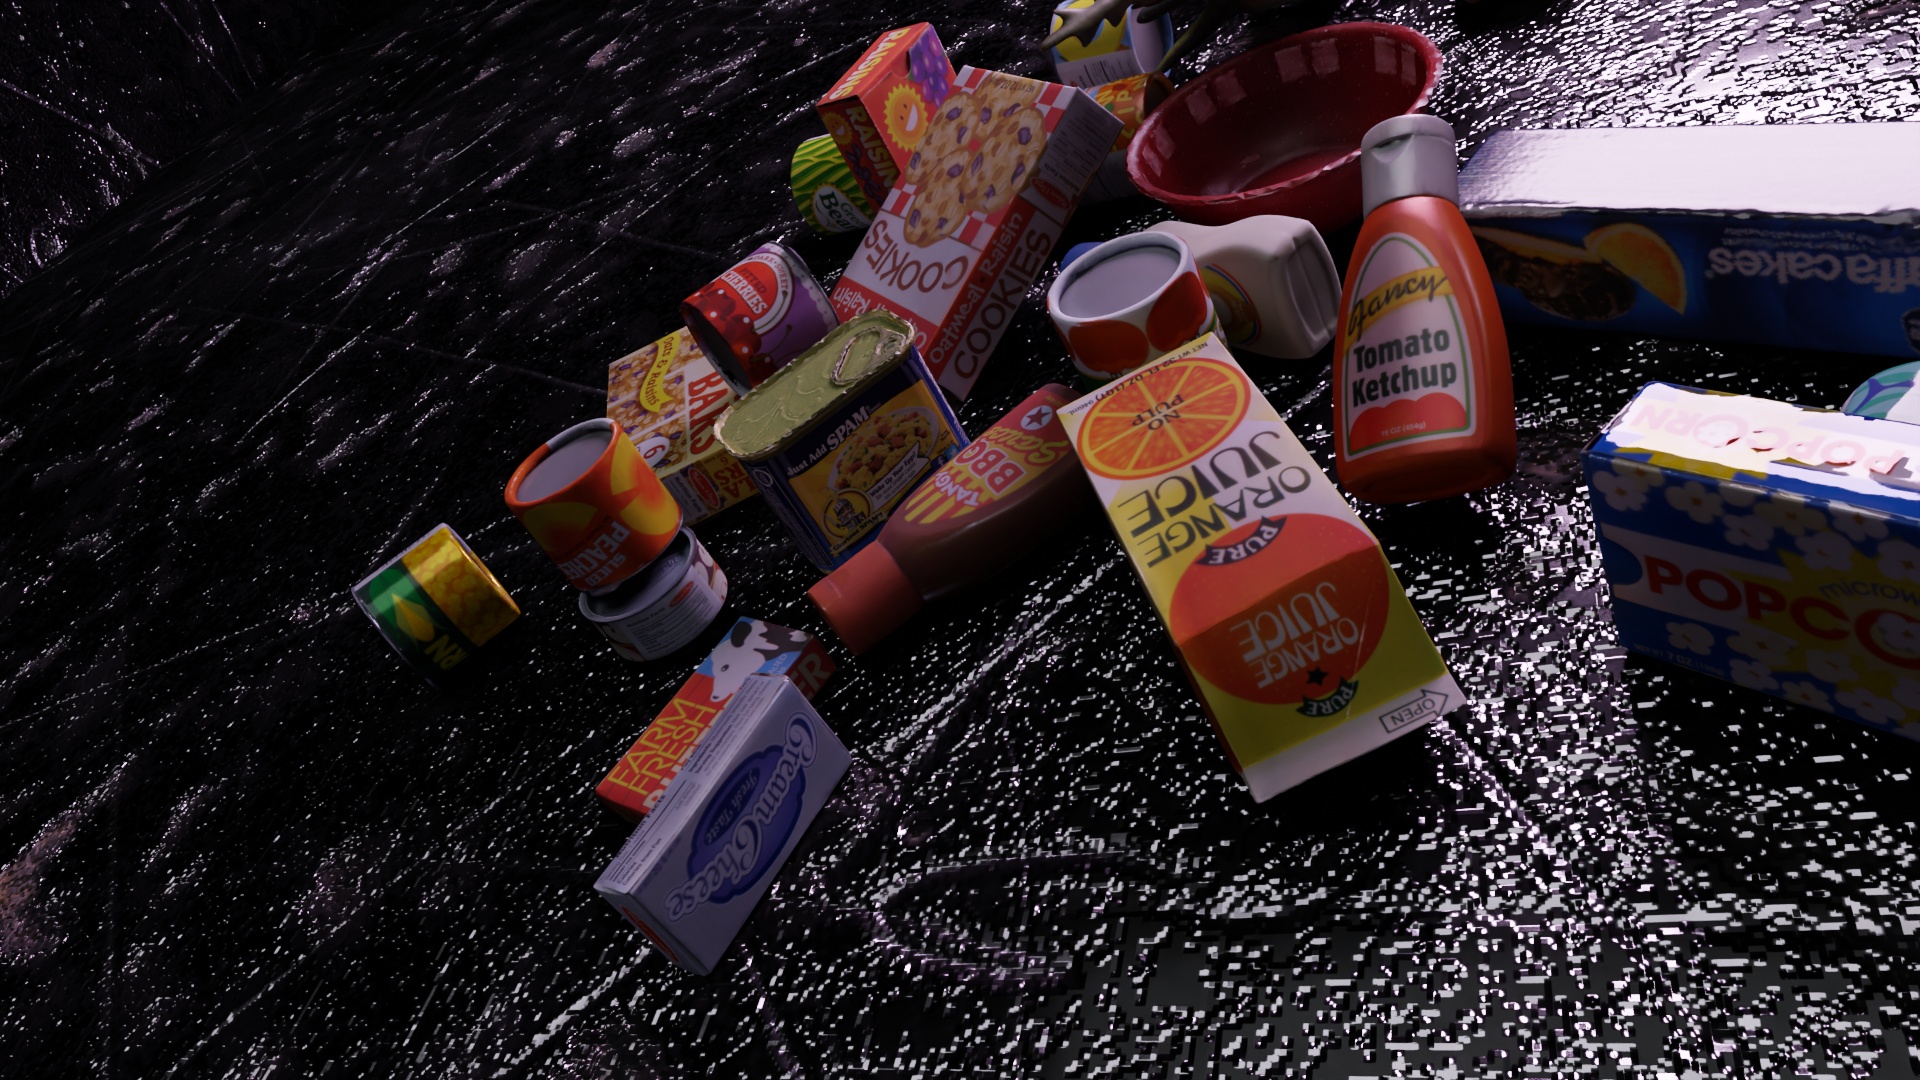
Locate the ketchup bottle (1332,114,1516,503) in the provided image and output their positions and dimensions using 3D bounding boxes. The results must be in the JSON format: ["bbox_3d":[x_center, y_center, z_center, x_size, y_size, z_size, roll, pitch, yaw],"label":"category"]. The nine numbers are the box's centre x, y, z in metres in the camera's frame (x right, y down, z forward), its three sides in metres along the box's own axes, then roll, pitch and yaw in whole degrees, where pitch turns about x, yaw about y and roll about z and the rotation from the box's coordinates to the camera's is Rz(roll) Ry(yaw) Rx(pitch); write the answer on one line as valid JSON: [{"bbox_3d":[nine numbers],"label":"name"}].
[{"bbox_3d":[0.176,-0.091,0.535,0.064,0.043,0.149,-12,66,38],"label":"ketchup bottle"}]

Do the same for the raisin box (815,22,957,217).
[{"bbox_3d":[-0.025,-0.233,0.836,0.040,0.123,0.086,2,46,39],"label":"raisin box"}]

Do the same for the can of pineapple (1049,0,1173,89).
[{"bbox_3d":[0.100,-0.326,0.907,0.058,0.070,0.071,0,46,35],"label":"can of pineapple"}]

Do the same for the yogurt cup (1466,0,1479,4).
[{"bbox_3d":[0.303,-0.343,0.787,0.054,0.072,0.073,-26,35,21],"label":"yogurt cup"}]

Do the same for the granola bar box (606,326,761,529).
[{"bbox_3d":[-0.141,-0.076,0.800,0.124,0.039,0.166,-25,36,5],"label":"granola bar box"}]

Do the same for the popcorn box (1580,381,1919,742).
[{"bbox_3d":[0.245,0.009,0.381,0.038,0.085,0.127,-44,37,-20],"label":"popcorn box"}]

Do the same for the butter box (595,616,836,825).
[{"bbox_3d":[-0.104,0.081,0.597,0.053,0.024,0.104,8,50,42],"label":"butter box"}]

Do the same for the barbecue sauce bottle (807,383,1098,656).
[{"bbox_3d":[0.002,-0.008,0.611,0.149,0.043,0.065,-38,37,-9],"label":"barbecue sauce bottle"}]

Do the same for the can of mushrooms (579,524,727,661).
[{"bbox_3d":[-0.153,0.025,0.691,0.071,0.033,0.071,-20,37,16],"label":"can of mushrooms"}]

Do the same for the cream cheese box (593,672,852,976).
[{"bbox_3d":[-0.087,0.106,0.529,0.024,0.053,0.104,3,47,41],"label":"cream cheese box"}]

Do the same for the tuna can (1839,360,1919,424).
[{"bbox_3d":[0.283,-0.019,0.403,0.071,0.070,0.033,15,55,46],"label":"tuna can"}]

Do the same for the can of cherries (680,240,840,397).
[{"bbox_3d":[-0.105,-0.115,0.727,0.058,0.071,0.071,-38,36,-15],"label":"can of cherries"}]

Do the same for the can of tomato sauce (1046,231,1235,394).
[{"bbox_3d":[0.085,-0.083,0.609,0.071,0.082,0.071,-20,37,16],"label":"can of tomato sauce"}]

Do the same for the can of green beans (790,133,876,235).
[{"bbox_3d":[-0.071,-0.241,0.928,0.058,0.071,0.071,-5,43,33],"label":"can of green beans"}]

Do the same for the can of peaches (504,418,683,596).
[{"bbox_3d":[-0.180,-0.017,0.681,0.071,0.058,0.071,-20,35,15],"label":"can of peaches"}]

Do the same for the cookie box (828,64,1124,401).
[{"bbox_3d":[0.001,-0.171,0.757,0.167,0.040,0.123,-59,36,5],"label":"cookie box"}]

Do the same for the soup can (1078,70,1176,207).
[{"bbox_3d":[0.082,-0.232,0.805,0.083,0.071,0.072,-5,43,31],"label":"soup can"}]

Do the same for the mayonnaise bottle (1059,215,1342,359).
[{"bbox_3d":[0.109,-0.122,0.661,0.041,0.064,0.148,-44,34,-22],"label":"mayonnaise bottle"}]

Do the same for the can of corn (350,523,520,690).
[{"bbox_3d":[-0.278,0.035,0.744,0.058,0.071,0.071,-40,36,-13],"label":"can of corn"}]

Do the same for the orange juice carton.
[{"bbox_3d":[0.101,0.011,0.493,0.072,0.072,0.193,-27,36,5],"label":"orange juice carton"}]
